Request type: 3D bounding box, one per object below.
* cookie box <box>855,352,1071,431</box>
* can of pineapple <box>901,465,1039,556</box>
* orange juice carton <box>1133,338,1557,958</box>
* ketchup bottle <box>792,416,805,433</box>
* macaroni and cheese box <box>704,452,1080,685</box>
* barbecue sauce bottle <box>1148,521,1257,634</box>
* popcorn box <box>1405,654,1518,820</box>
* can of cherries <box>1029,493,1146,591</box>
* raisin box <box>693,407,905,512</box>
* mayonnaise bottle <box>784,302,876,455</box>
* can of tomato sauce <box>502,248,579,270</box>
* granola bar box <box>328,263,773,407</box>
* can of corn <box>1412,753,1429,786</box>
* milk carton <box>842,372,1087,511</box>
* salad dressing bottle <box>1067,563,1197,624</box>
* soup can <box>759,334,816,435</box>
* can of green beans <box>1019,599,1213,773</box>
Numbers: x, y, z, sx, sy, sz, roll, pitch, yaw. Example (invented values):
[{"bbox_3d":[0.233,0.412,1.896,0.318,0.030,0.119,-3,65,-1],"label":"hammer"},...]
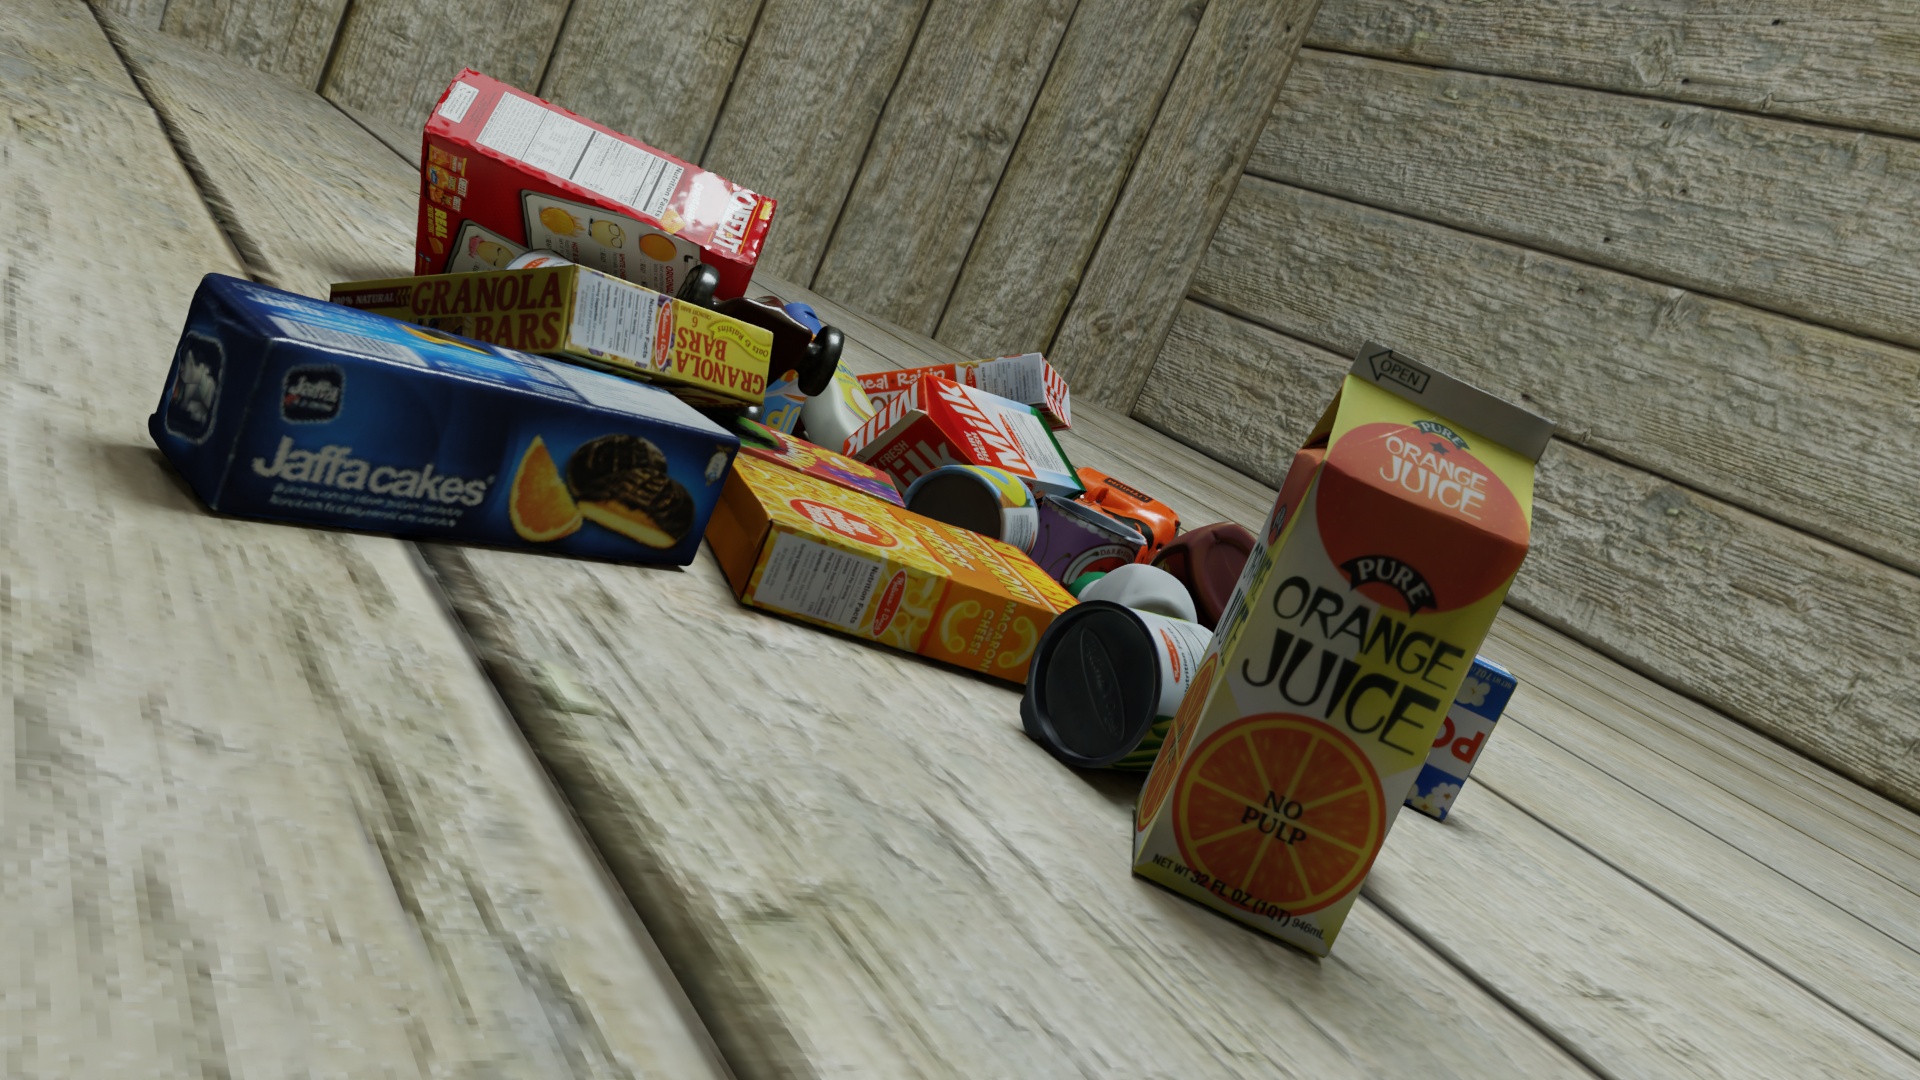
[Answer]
[{"bbox_3d":[-0.011,-0.100,1.028,0.167,0.040,0.123,-5,-5,12],"label":"cookie box"},{"bbox_3d":[0.003,-0.010,0.771,0.071,0.071,0.058,27,10,17],"label":"can of pineapple"},{"bbox_3d":[0.130,0.033,0.478,0.072,0.192,0.073,24,8,4],"label":"orange juice carton"},{"bbox_3d":[-0.130,-0.106,1.029,0.065,0.043,0.149,32,11,8],"label":"ketchup bottle"},{"bbox_3d":[-0.030,0.014,0.644,0.166,0.040,0.124,19,11,-24],"label":"macaroni and cheese box"},{"bbox_3d":[0.126,0.029,0.755,0.065,0.044,0.148,65,-11,2],"label":"barbecue sauce bottle"},{"bbox_3d":[0.216,0.081,0.738,0.127,0.085,0.038,25,10,6],"label":"popcorn box"},{"bbox_3d":[0.071,0.012,0.840,0.071,0.058,0.071,24,9,-4],"label":"can of cherries"},{"bbox_3d":[-0.096,-0.031,0.734,0.123,0.040,0.086,20,9,-14],"label":"raisin box"},{"bbox_3d":[-0.091,-0.101,0.944,0.064,0.041,0.148,26,29,-52],"label":"mayonnaise bottle"},{"bbox_3d":[-0.241,-0.136,0.870,0.083,0.071,0.071,30,11,26],"label":"can of tomato sauce"},{"bbox_3d":[-0.191,-0.089,0.645,0.165,0.039,0.124,3,-4,33],"label":"granola bar box"},{"bbox_3d":[0.152,0.097,0.584,0.071,0.058,0.071,24,10,-4],"label":"can of corn"},{"bbox_3d":[-0.004,-0.049,0.875,0.191,0.072,0.073,8,49,-59],"label":"milk carton"},{"bbox_3d":[0.083,0.041,0.724,0.044,0.064,0.148,24,2,-6],"label":"salad dressing bottle"},{"bbox_3d":[-0.127,-0.099,0.886,0.071,0.083,0.071,24,9,-4],"label":"soup can"},{"bbox_3d":[0.070,0.061,0.561,0.058,0.071,0.071,16,13,-45],"label":"can of green beans"}]
